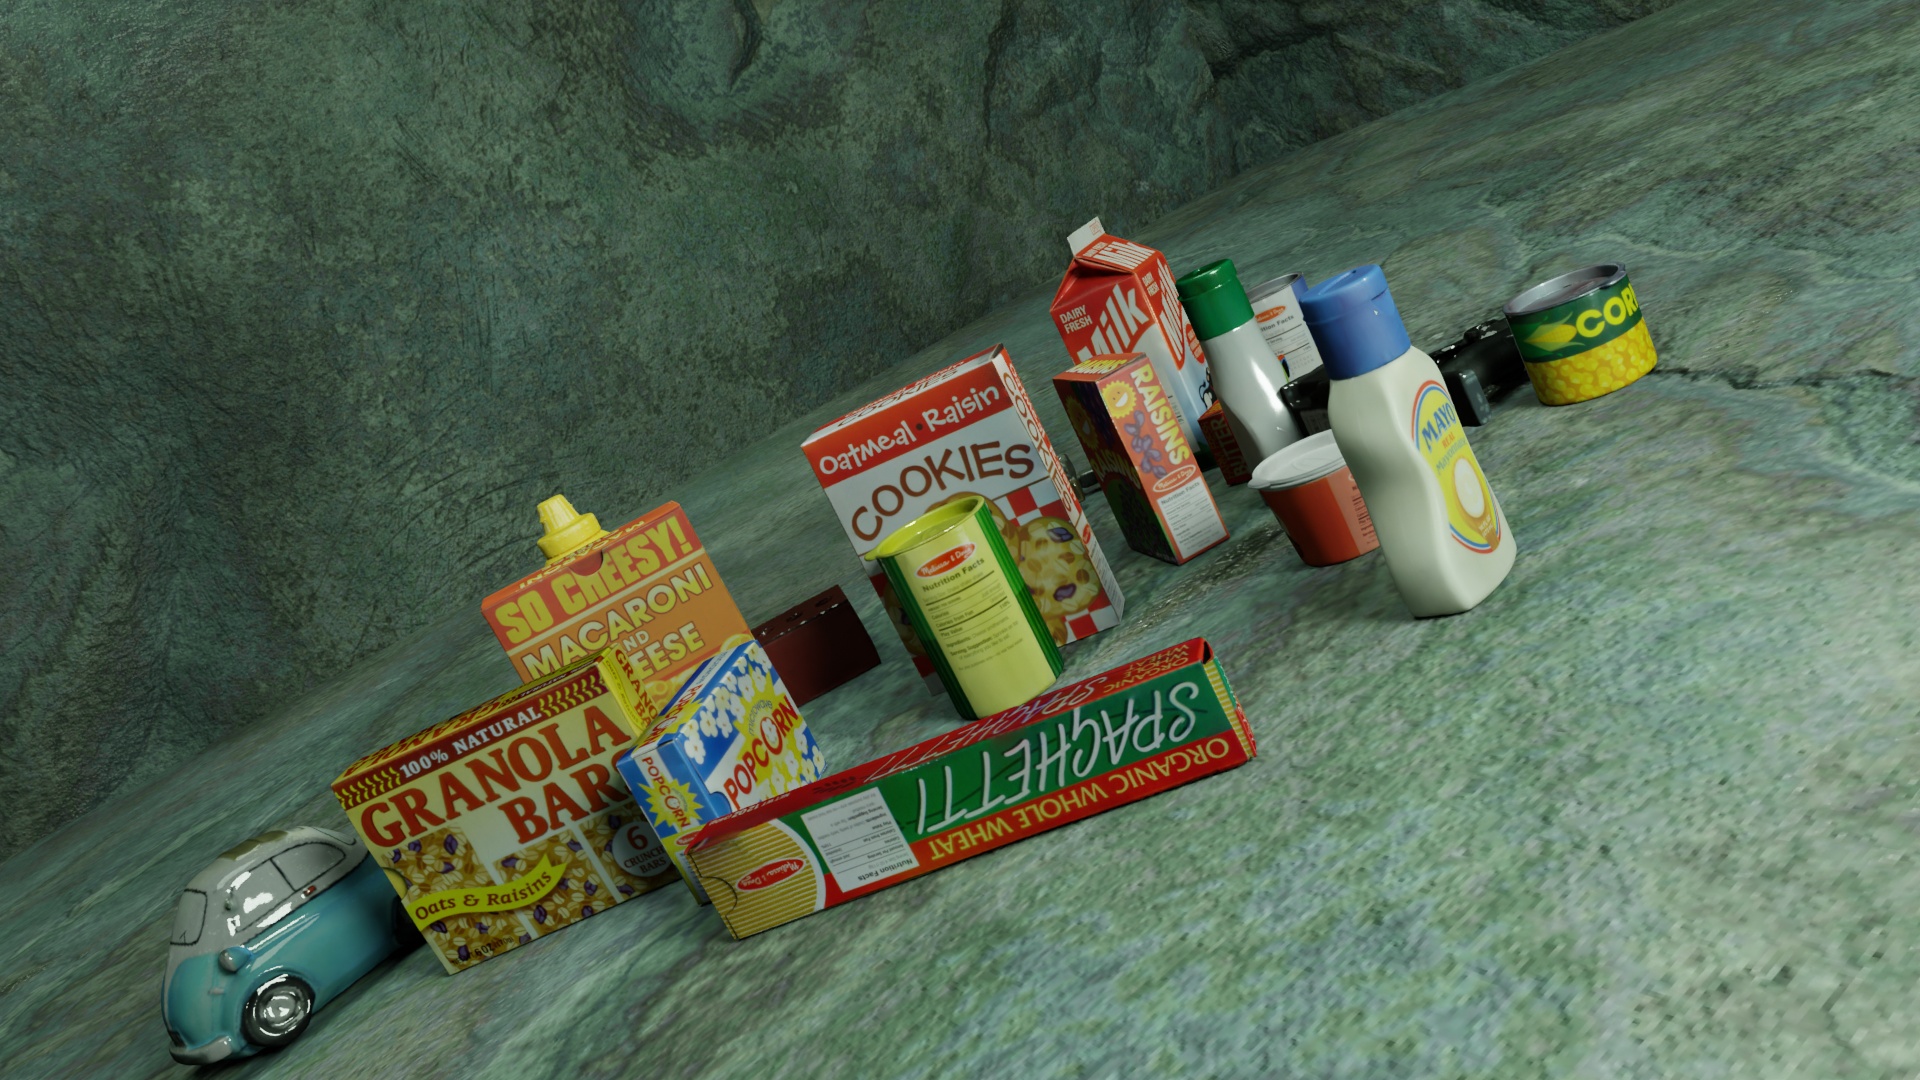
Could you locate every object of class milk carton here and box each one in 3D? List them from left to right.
[{"bbox_3d":[0.128,-0.140,1.006,0.073,0.190,0.073,-20,14,30],"label":"milk carton"}]

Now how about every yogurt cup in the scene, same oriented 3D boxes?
[{"bbox_3d":[0.193,-0.023,0.721,0.072,0.054,0.072,-25,13,6],"label":"yogurt cup"}]

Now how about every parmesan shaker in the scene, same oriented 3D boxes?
[{"bbox_3d":[0.003,0.037,0.748,0.071,0.103,0.071,-25,12,6],"label":"parmesan shaker"}]

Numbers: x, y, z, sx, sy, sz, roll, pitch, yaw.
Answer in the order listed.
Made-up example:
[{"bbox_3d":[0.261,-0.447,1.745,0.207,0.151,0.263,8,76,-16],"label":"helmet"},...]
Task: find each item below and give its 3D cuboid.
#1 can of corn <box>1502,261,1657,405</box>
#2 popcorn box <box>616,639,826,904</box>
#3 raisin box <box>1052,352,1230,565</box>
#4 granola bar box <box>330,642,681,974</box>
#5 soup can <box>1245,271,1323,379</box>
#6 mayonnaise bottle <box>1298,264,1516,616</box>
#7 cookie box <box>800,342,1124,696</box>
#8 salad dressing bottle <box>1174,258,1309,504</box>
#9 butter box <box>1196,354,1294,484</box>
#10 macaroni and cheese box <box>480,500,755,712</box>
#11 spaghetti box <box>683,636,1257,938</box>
[{"bbox_3d":[0.347,-0.115,0.773,0.071,0.058,0.071,-25,13,6],"label":"can of corn"},{"bbox_3d":[-0.119,0.116,0.720,0.038,0.085,0.127,-23,13,17],"label":"popcorn box"},{"bbox_3d":[0.109,-0.052,0.847,0.040,0.123,0.086,-29,12,-8],"label":"raisin box"},{"bbox_3d":[-0.227,0.143,0.735,0.165,0.124,0.039,-25,12,9],"label":"granola bar box"},{"bbox_3d":[0.249,-0.157,1.075,0.071,0.083,0.071,-25,12,6],"label":"soup can"},{"bbox_3d":[0.190,-0.044,0.597,0.041,0.148,0.065,-13,18,48],"label":"mayonnaise bottle"},{"bbox_3d":[0.003,-0.010,0.790,0.123,0.167,0.040,-23,13,17],"label":"cookie box"},{"bbox_3d":[0.174,-0.095,0.833,0.044,0.147,0.064,-25,12,7],"label":"salad dressing bottle"},{"bbox_3d":[0.202,-0.083,0.946,0.024,0.053,0.104,-15,17,43],"label":"butter box"},{"bbox_3d":[-0.177,0.079,0.798,0.124,0.166,0.040,-30,13,-14],"label":"macaroni and cheese box"},{"bbox_3d":[0.001,0.108,0.592,0.250,0.050,0.029,-23,13,16],"label":"spaghetti box"}]
